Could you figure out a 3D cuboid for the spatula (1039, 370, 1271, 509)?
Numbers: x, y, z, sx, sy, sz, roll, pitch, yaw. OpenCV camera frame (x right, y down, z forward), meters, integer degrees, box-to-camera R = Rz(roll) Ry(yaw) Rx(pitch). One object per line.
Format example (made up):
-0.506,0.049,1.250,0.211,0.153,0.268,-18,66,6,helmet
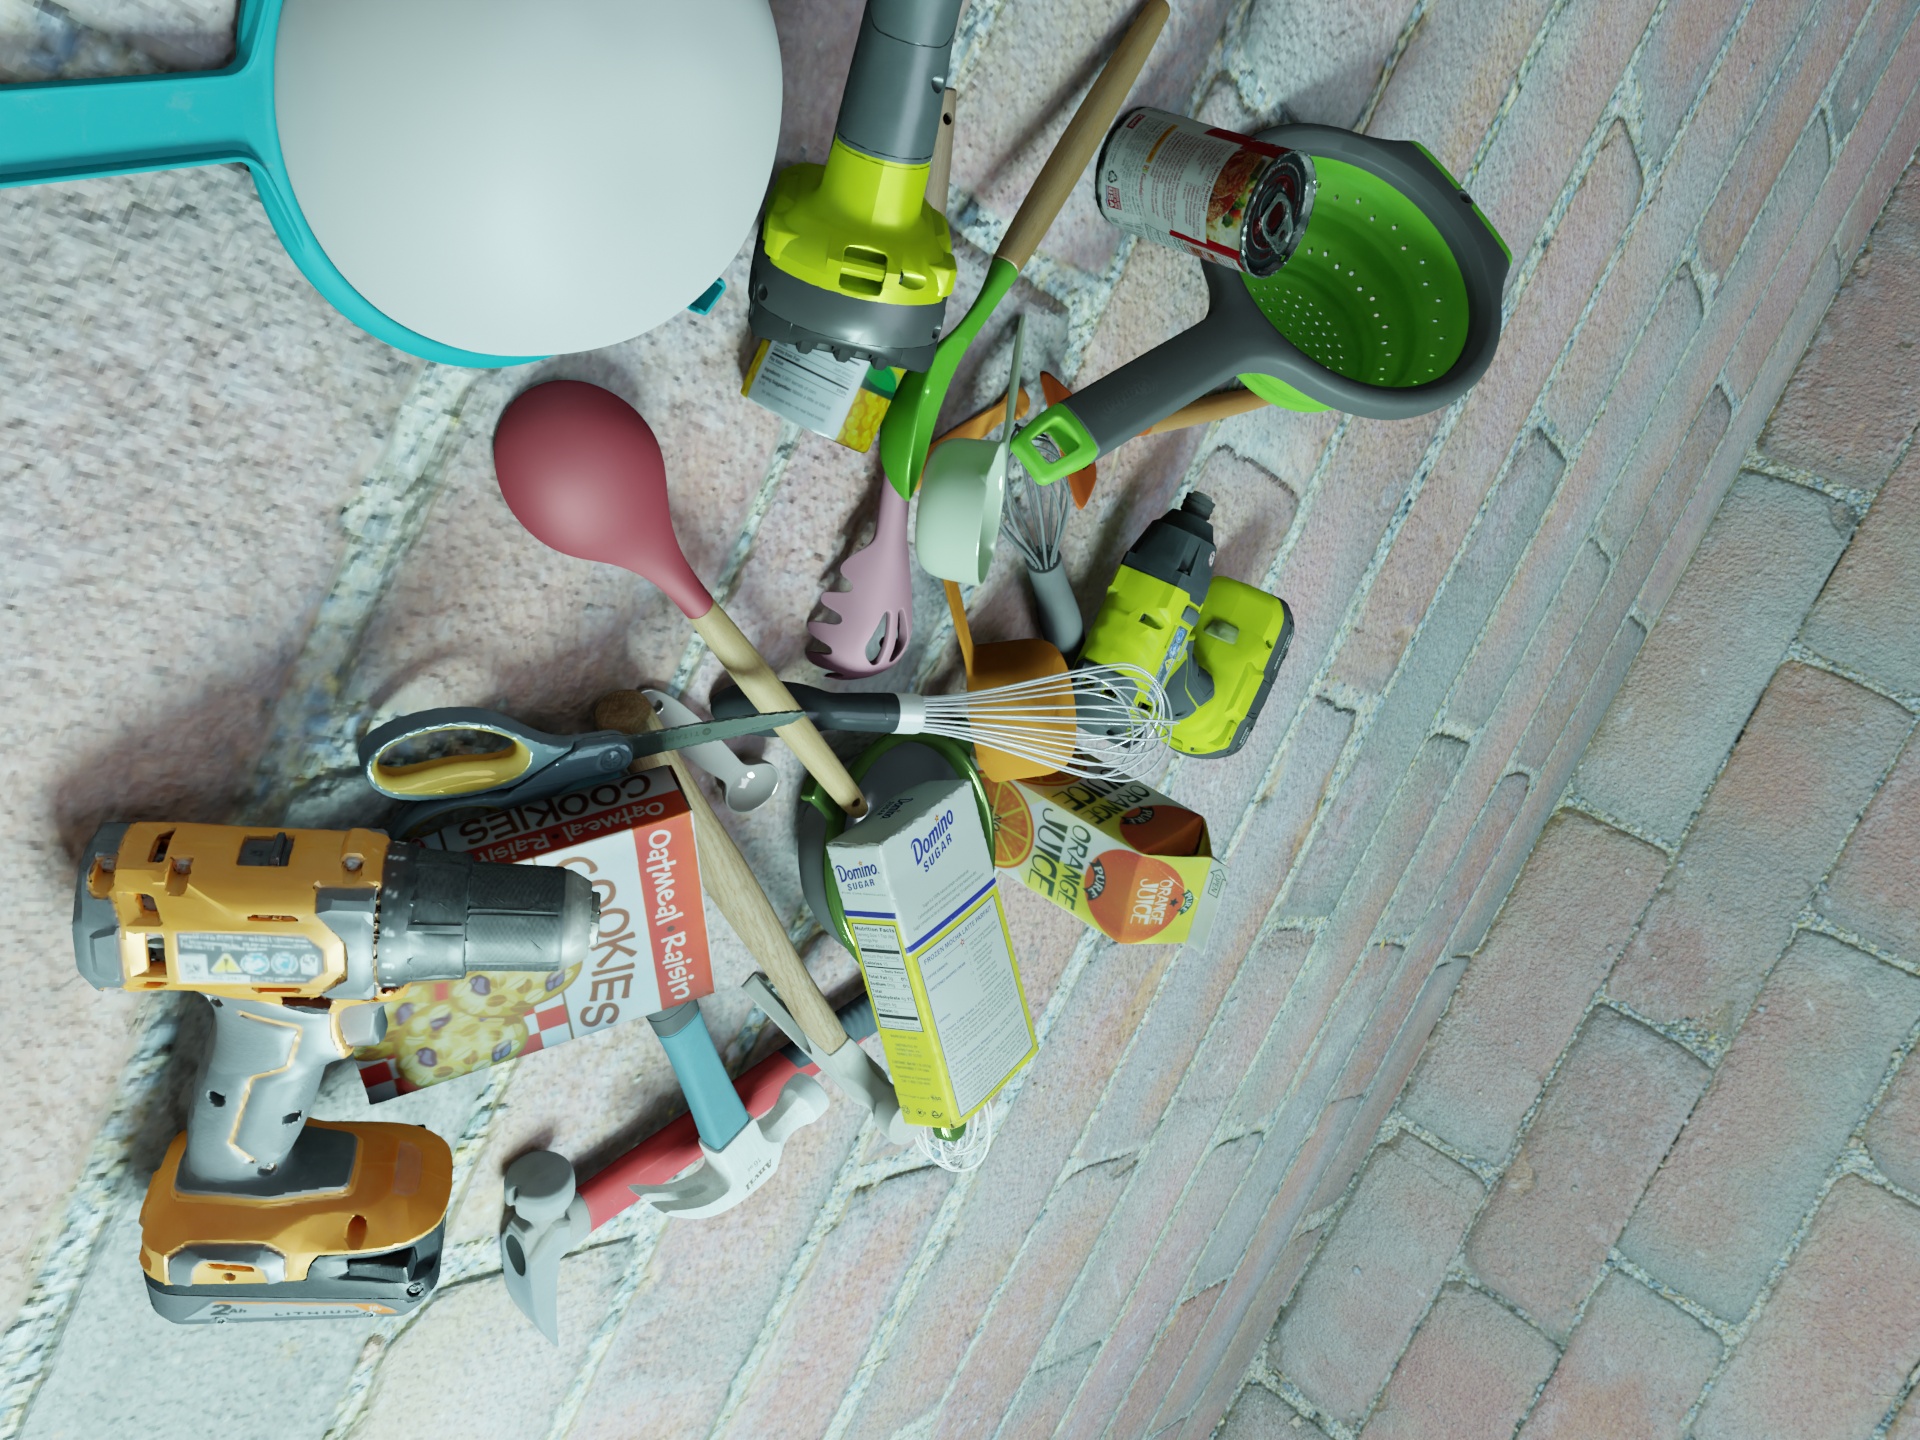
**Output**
0.137,-0.195,1.018,0.322,0.041,0.081,-23,99,-48,spatula

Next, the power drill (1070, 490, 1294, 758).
0.158,-0.057,1.112,0.223,0.080,0.171,18,97,-64,power drill

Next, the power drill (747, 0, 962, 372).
-0.024,-0.274,0.627,0.080,0.191,0.228,10,124,-12,power drill

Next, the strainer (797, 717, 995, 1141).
-0.041,0.130,0.957,0.151,0.069,0.256,-22,108,-50,strainer

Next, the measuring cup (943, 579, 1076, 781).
0.030,-0.039,0.963,0.095,0.052,0.173,-78,157,-48,measuring cup

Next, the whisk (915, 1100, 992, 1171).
-0.009,0.181,1.057,0.058,0.059,0.246,-14,104,-60,whisk

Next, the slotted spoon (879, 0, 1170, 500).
0.034,-0.247,0.802,0.314,0.031,0.070,-61,173,-16,slotted spoon

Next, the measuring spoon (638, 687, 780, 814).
-0.136,0.012,0.834,0.034,0.018,0.124,-45,141,-3,measuring spoon

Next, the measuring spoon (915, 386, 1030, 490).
0.000,-0.152,0.886,0.117,0.011,0.021,-40,144,-27,measuring spoon

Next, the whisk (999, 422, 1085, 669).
0.053,-0.096,0.980,0.055,0.055,0.238,-49,152,-16,whisk

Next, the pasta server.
-0.033,-0.159,0.818,0.060,0.040,0.316,-14,123,-39,pasta server

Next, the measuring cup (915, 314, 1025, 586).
0.007,-0.151,0.852,0.083,0.038,0.168,84,15,-65,measuring cup

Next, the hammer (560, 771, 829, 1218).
-0.156,0.150,0.856,0.128,0.033,0.330,-44,138,-33,hammer

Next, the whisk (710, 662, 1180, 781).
-0.001,-0.004,0.886,0.284,0.070,0.070,2,117,-26,whisk

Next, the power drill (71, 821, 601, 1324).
-0.246,0.141,0.647,0.185,0.084,0.226,3,121,-14,power drill

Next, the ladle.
-0.113,-0.038,0.757,0.069,0.031,0.315,-46,139,-11,ladle

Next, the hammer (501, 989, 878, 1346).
-0.123,0.242,1.024,0.386,0.038,0.143,-28,139,-41,hammer

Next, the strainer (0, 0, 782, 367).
-0.174,-0.192,0.519,0.340,0.095,0.210,-28,137,-43,strainer

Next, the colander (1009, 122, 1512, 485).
0.167,-0.222,0.959,0.397,0.204,0.094,-34,174,-28,colander

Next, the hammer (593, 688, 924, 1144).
-0.114,0.106,0.866,0.031,0.130,0.331,-41,134,-19,hammer
